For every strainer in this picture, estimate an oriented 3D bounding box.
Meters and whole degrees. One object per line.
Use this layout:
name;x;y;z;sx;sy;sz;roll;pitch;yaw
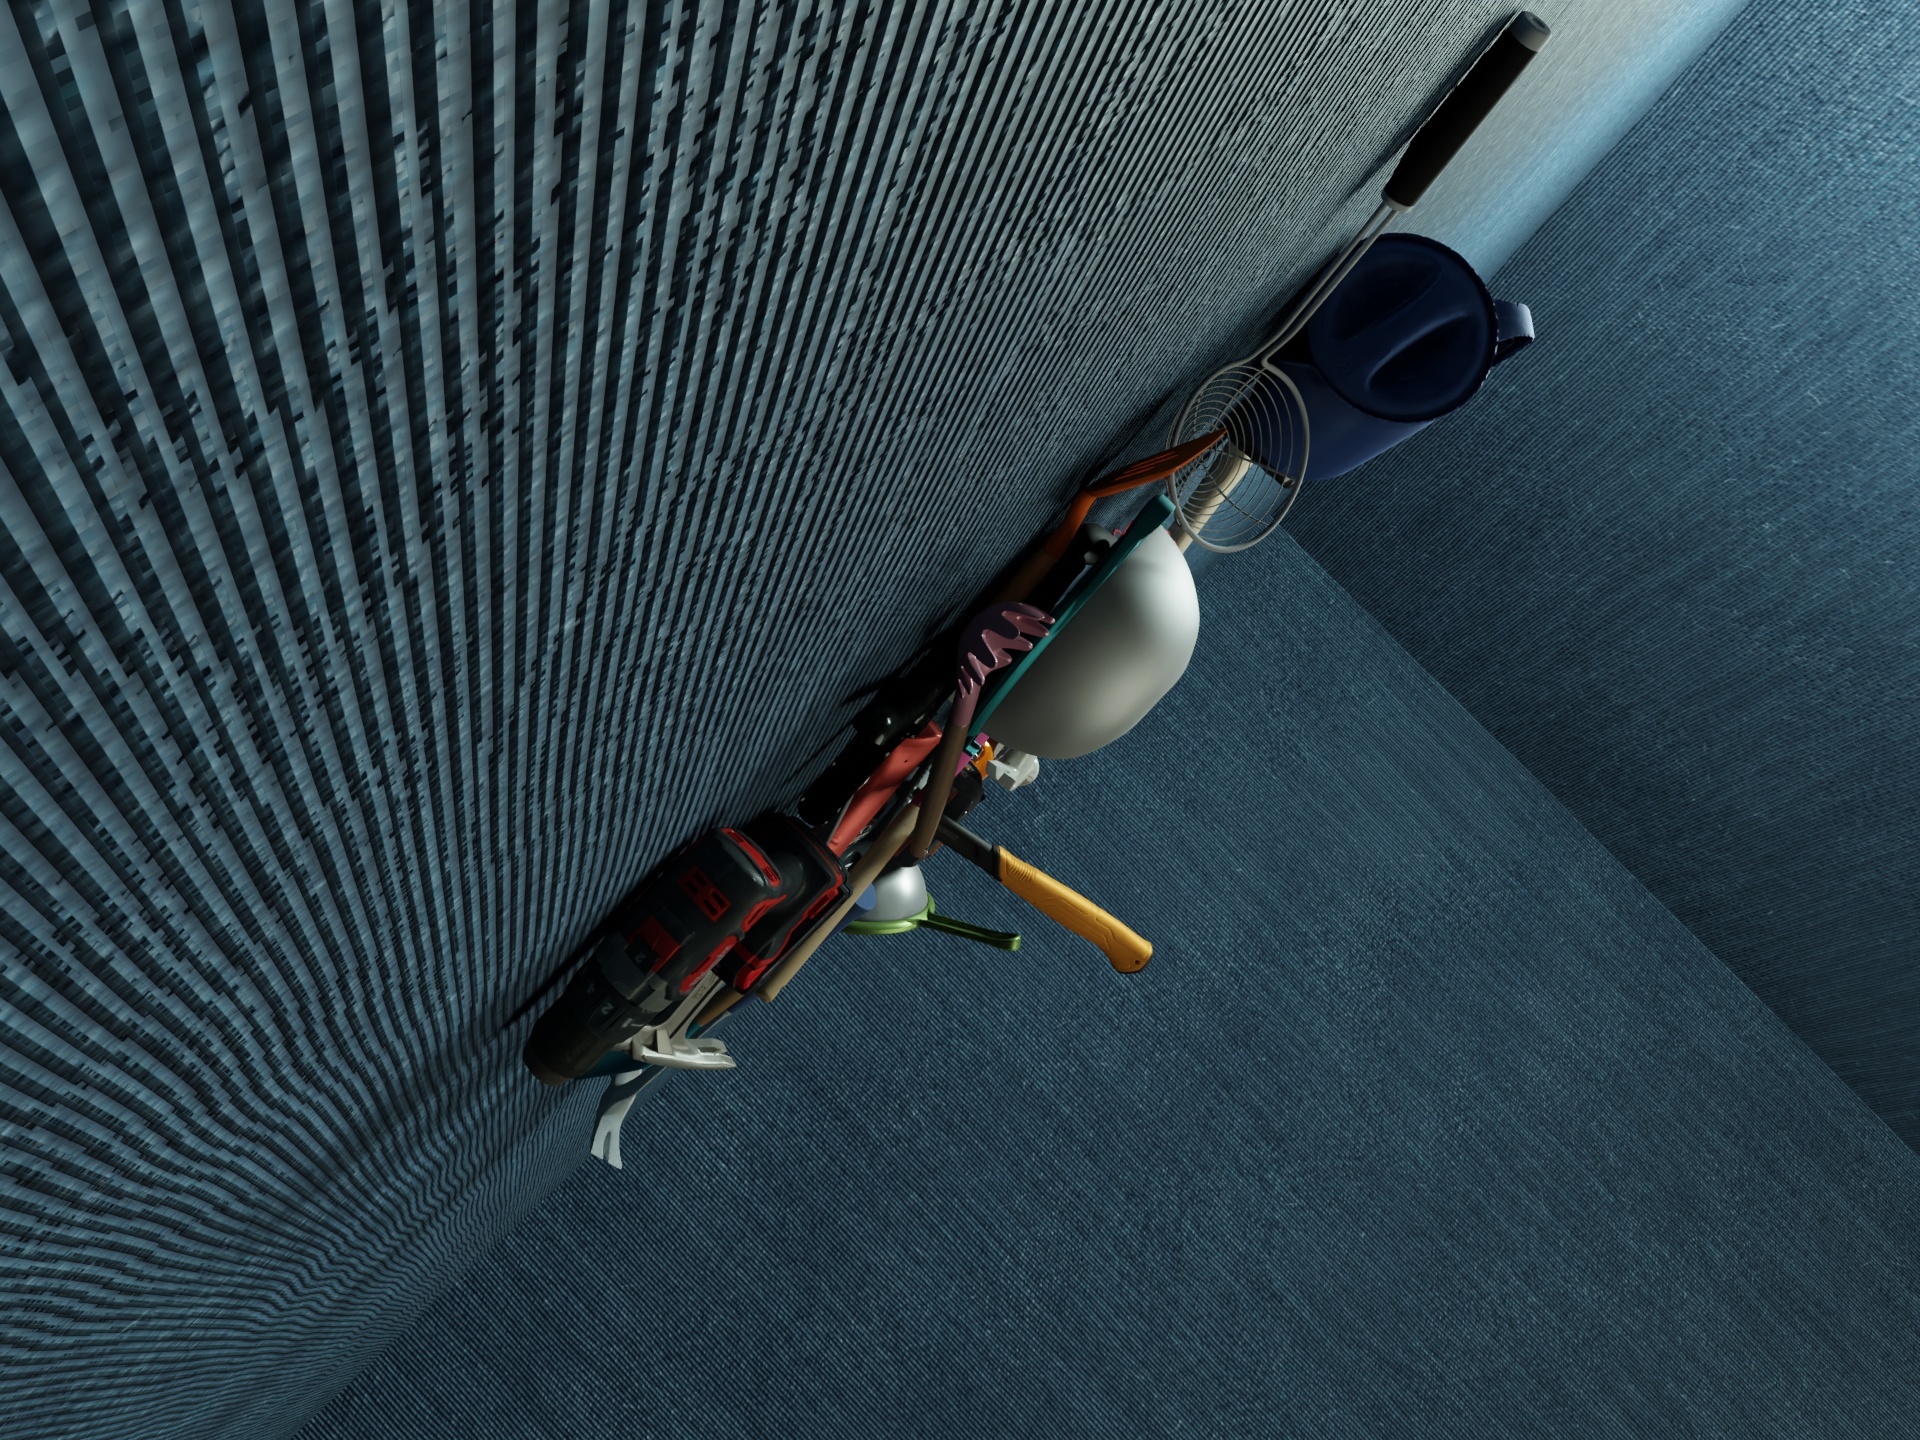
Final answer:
strainer;-0.053;0.167;1.579;0.151;0.256;0.069;-20;118;-58
strainer;0.113;-0.057;1.064;0.211;0.095;0.340;-47;178;-16

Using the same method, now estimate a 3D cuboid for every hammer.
hammer;-0.132;0.136;1.242;0.359;0.037;0.149;-50;142;13
hammer;-0.002;-0.004;1.259;0.149;0.036;0.408;-48;175;-40
hammer;-0.220;0.273;1.481;0.405;0.035;0.144;-42;-156;28
hammer;0.059;0.143;1.529;0.127;0.336;0.034;-48;-160;20
hammer;0.157;-0.106;1.498;0.410;0.038;0.146;-55;173;4

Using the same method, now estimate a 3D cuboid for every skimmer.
skimmer;0.244;-0.252;0.977;0.127;0.090;0.363;-3;147;-35

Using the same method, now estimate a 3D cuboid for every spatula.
spatula;-0.226;0.247;1.423;0.317;0.044;0.082;-39;180;29
spatula;0.055;-0.093;1.071;0.322;0.041;0.081;-47;176;41

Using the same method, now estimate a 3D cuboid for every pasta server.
pasta server;0.000;0.018;1.071;0.060;0.040;0.316;-37;161;-30

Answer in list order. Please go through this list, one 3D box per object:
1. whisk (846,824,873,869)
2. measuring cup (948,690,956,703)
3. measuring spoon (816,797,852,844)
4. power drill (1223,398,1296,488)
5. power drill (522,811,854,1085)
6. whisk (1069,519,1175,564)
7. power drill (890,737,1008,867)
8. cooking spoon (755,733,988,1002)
whisk;-0.129;0.119;1.364;0.058;0.059;0.246;-18;-179;21
measuring cup;0.052;-0.062;1.338;0.167;0.038;0.083;-45;176;32
measuring spoon;-0.098;0.070;1.141;0.034;0.018;0.124;-7;-132;53
power drill;0.338;-0.314;1.387;0.223;0.080;0.171;-49;174;20
power drill;-0.170;0.142;1.009;0.188;0.080;0.226;-45;173;7
whisk;0.129;-0.134;1.293;0.073;0.073;0.295;-45;169;13
power drill;-0.009;0.052;1.631;0.164;0.084;0.226;-47;179;18
cooking spoon;-0.048;0.085;1.190;0.319;0.017;0.068;-50;174;-25
